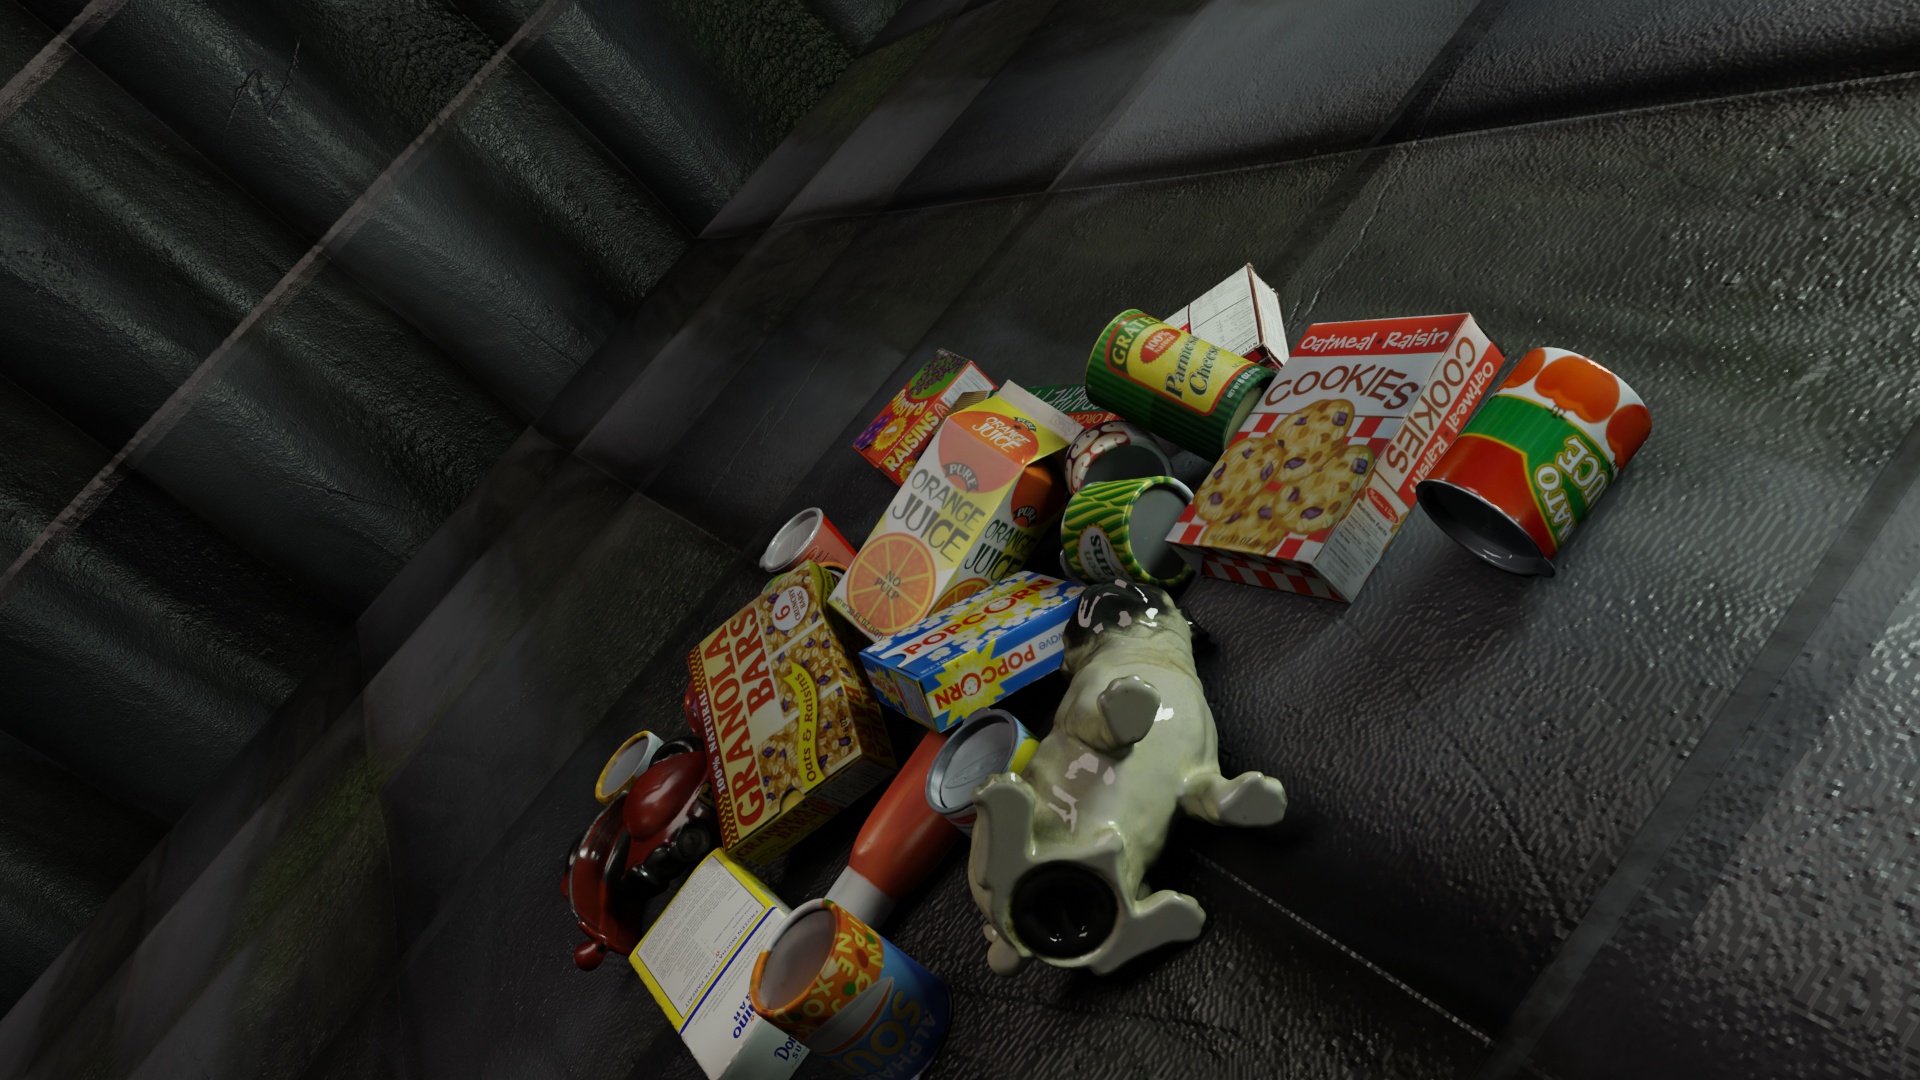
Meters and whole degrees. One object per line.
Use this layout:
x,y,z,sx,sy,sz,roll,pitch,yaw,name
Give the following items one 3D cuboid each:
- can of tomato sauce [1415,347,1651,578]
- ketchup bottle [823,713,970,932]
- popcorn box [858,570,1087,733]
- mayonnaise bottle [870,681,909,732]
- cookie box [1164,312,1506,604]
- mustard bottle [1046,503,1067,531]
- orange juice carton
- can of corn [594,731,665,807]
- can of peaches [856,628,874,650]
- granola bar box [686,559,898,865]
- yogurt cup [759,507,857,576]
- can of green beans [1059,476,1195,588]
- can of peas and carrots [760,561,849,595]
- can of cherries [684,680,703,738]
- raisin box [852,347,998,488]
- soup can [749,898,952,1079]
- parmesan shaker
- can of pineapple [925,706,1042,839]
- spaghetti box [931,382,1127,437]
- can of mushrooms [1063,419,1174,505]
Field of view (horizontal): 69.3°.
0.261,-0.035,0.629,0.083,0.071,0.071,-49,25,-7,can of tomato sauce
-0.029,0.169,0.809,0.149,0.043,0.065,-53,25,-13,ketchup bottle
0.014,0.064,0.843,0.127,0.038,0.085,-26,18,-22,popcorn box
-0.084,0.133,0.954,0.147,0.041,0.065,-34,37,22,mayonnaise bottle
0.205,-0.049,0.769,0.168,0.040,0.123,-54,26,-13,cookie box
0.046,-0.032,0.981,0.160,0.048,0.065,-37,30,21,mustard bottle
0.003,-0.012,0.922,0.072,0.073,0.192,37,96,32,orange juice carton
-0.246,0.194,1.095,0.071,0.058,0.071,-36,27,22,can of corn
-0.090,0.091,1.003,0.071,0.058,0.071,-36,26,21,can of peaches
-0.118,0.113,0.932,0.124,0.039,0.166,-37,48,19,granola bar box
-0.125,0.014,1.176,0.072,0.054,0.073,-36,27,22,yogurt cup
0.103,-0.004,0.830,0.057,0.071,0.071,-4,49,56,can of green beans
-0.114,0.051,1.091,0.058,0.071,0.071,-17,38,46,can of peas and carrots
-0.171,0.122,1.069,0.058,0.071,0.072,-22,34,43,can of cherries
-0.033,-0.109,1.232,0.123,0.040,0.086,-48,26,-2,raisin box
-0.055,0.234,0.707,0.071,0.083,0.072,-36,27,22,soup can
0.139,-0.095,0.859,0.103,0.071,0.071,30,76,31,parmesan shaker
0.025,0.134,0.759,0.071,0.057,0.071,-36,27,22,can of pineapple
0.058,-0.093,1.077,0.050,0.028,0.250,-54,26,-16,spaghetti box
0.100,-0.039,0.888,0.071,0.071,0.033,-43,26,9,can of mushrooms
